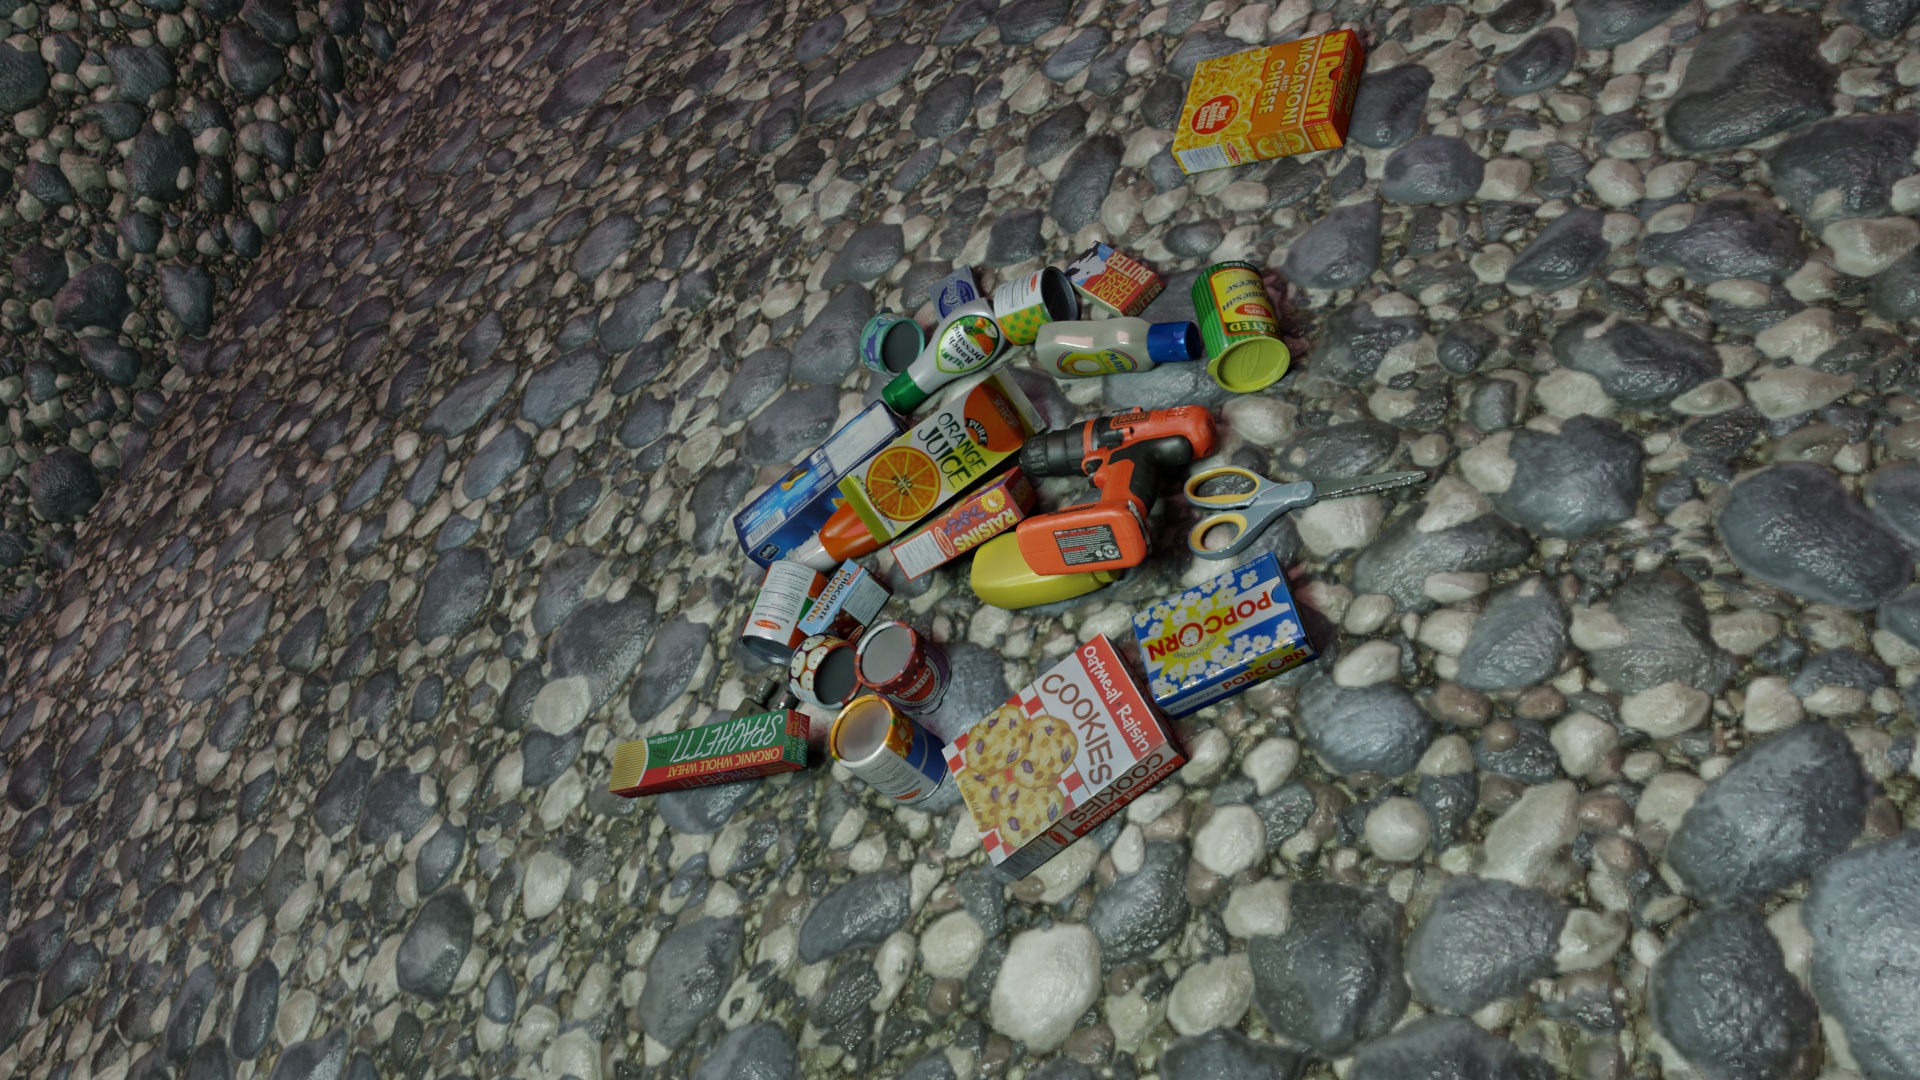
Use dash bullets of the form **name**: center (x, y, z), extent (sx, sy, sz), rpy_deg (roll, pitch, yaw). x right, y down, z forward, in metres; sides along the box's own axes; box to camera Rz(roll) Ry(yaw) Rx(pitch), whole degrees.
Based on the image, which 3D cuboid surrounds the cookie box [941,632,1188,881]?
- **cookie box**: center (0.080, 0.169, 1.098), extent (0.167, 0.040, 0.123), rpy_deg (-38, 45, 9)

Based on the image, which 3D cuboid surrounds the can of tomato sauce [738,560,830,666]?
- **can of tomato sauce**: center (-0.167, 0.071, 1.335), extent (0.071, 0.071, 0.083), rpy_deg (-1, 59, 36)

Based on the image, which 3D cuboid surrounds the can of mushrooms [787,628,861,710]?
- **can of mushrooms**: center (-0.120, 0.117, 1.264), extent (0.033, 0.071, 0.071), rpy_deg (17, 71, 42)

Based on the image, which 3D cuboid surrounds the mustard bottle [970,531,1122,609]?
- **mustard bottle**: center (0.087, 0.021, 1.194), extent (0.160, 0.048, 0.065), rpy_deg (-7, 51, 32)

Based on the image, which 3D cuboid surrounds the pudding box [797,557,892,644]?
- **pudding box**: center (-0.108, 0.065, 1.306), extent (0.030, 0.049, 0.084), rpy_deg (26, 77, 46)

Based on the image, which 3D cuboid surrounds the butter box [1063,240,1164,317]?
- **butter box**: center (0.150, -0.255, 1.367), extent (0.053, 0.024, 0.104), rpy_deg (-47, 44, -1)

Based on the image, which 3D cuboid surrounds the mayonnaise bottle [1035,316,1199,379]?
- **mayonnaise bottle**: center (0.147, -0.180, 1.290), extent (0.148, 0.064, 0.041), rpy_deg (0, 63, 32)

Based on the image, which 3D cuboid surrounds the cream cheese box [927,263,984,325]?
- **cream cheese box**: center (0.001, -0.245, 1.469), extent (0.053, 0.024, 0.104), rpy_deg (-31, 46, 15)

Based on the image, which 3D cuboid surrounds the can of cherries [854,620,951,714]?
- **can of cherries**: center (-0.050, 0.113, 1.221), extent (0.071, 0.058, 0.072), rpy_deg (-20, 49, 25)

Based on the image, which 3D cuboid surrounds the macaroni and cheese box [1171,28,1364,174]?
- **macaroni and cheese box**: center (0.303, -0.433, 1.372), extent (0.166, 0.040, 0.124), rpy_deg (-1, 60, 36)

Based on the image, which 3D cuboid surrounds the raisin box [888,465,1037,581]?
- **raisin box**: center (0.004, -0.016, 1.259), extent (0.123, 0.040, 0.086), rpy_deg (-29, 6, 17)

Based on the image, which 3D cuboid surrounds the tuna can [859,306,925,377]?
- **tuna can**: center (-0.071, -0.208, 1.463), extent (0.033, 0.071, 0.071), rpy_deg (22, 74, 42)

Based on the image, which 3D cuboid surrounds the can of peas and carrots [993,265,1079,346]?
- **can of peas and carrots**: center (0.076, -0.229, 1.373), extent (0.058, 0.071, 0.071), rpy_deg (-14, 52, 35)

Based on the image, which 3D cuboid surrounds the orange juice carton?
- **orange juice carton**: center (-0.014, -0.081, 1.289), extent (0.193, 0.072, 0.073), rpy_deg (-36, 4, -13)

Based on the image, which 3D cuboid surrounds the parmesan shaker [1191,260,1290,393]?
- **parmesan shaker**: center (0.241, -0.189, 1.218), extent (0.071, 0.071, 0.103), rpy_deg (-25, 48, 20)

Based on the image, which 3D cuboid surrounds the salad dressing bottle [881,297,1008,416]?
- **salad dressing bottle**: center (-0.015, -0.185, 1.415), extent (0.147, 0.064, 0.044), rpy_deg (-38, 17, 19)

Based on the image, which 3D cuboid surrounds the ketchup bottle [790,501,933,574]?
- **ketchup bottle**: center (-0.099, -0.014, 1.360), extent (0.148, 0.043, 0.065), rpy_deg (-34, 49, 11)

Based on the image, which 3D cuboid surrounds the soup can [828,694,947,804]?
- **soup can**: center (-0.061, 0.173, 1.167), extent (0.071, 0.083, 0.072), rpy_deg (-20, 49, 25)

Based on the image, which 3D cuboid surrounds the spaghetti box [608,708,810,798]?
- **spaghetti box**: center (-0.237, 0.200, 1.291), extent (0.249, 0.028, 0.050), rpy_deg (-16, 58, 37)

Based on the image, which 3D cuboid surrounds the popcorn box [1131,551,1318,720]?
- **popcorn box**: center (0.203, 0.074, 1.078), extent (0.126, 0.038, 0.085), rpy_deg (-27, 46, 18)
